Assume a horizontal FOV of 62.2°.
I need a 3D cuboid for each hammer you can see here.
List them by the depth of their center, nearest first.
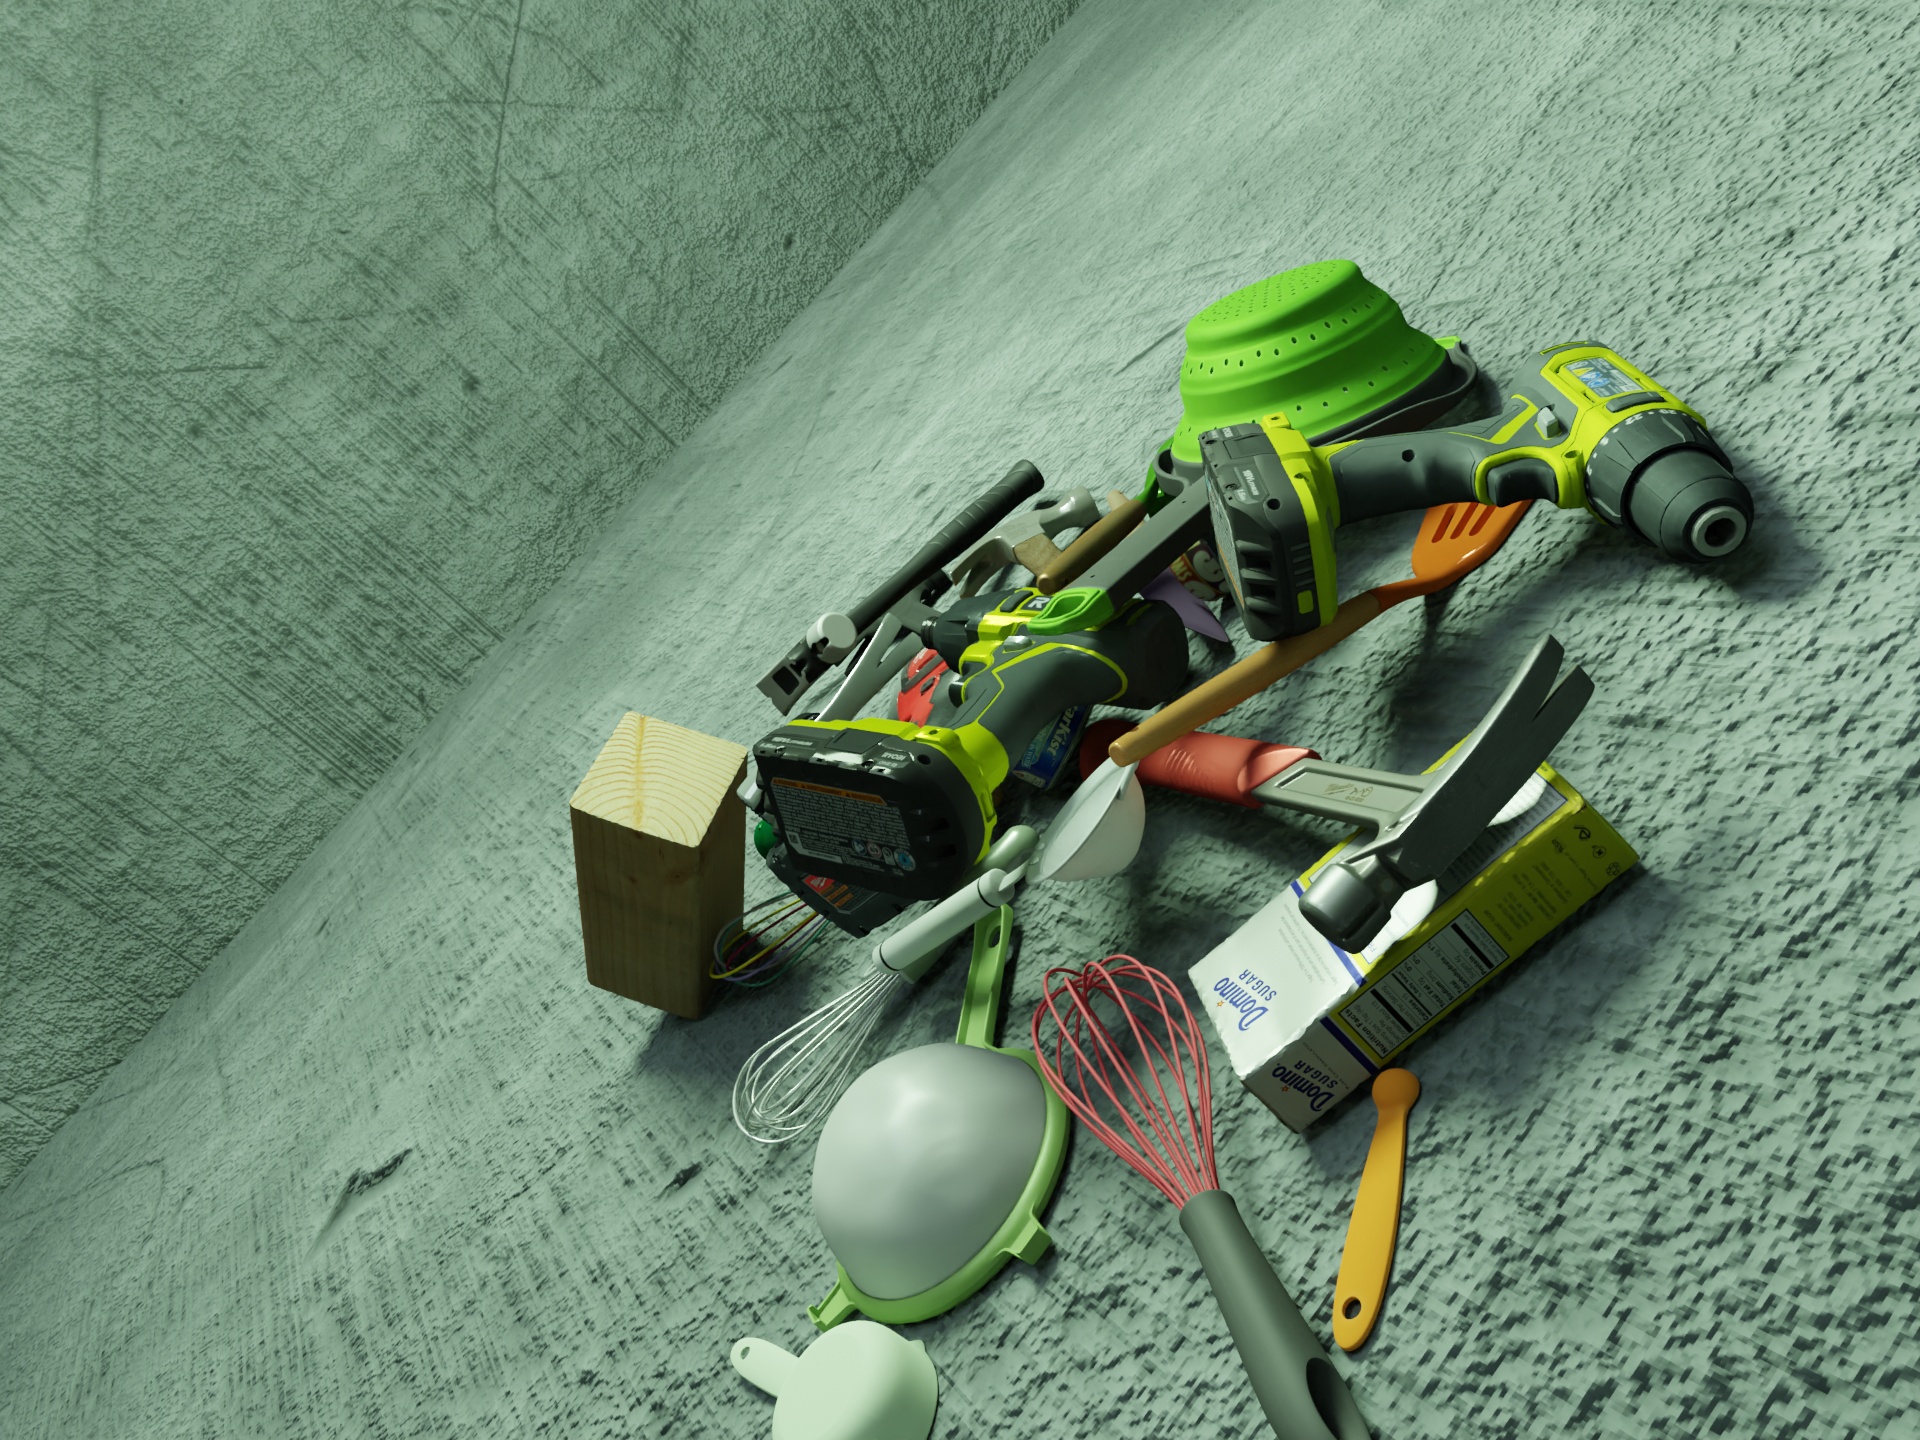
[{"bbox_3d":[0.146,0.019,0.779,0.149,0.036,0.359,-47,14,-9],"label":"hammer"},{"bbox_3d":[0.077,-0.092,1.108,0.130,0.031,0.332,-27,23,-2],"label":"hammer"},{"bbox_3d":[-0.103,0.003,1.151,0.149,0.036,0.409,-51,6,-6],"label":"hammer"},{"bbox_3d":[-0.008,-0.060,1.245,0.127,0.034,0.337,-47,23,-6],"label":"hammer"},{"bbox_3d":[-0.036,-0.117,1.259,0.335,0.035,0.146,-44,4,-38],"label":"hammer"}]

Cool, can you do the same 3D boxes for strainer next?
[{"bbox_3d":[-0.015,0.175,0.817,0.151,0.069,0.257,-31,29,32],"label":"strainer"},{"bbox_3d":[0.026,0.086,0.840,0.258,0.050,0.087,-38,14,39],"label":"strainer"}]

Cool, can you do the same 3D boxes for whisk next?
[{"bbox_3d":[0.093,0.184,0.639,0.073,0.073,0.296,-42,28,8],"label":"whisk"},{"bbox_3d":[-0.041,0.153,0.942,0.246,0.057,0.059,-45,57,-6],"label":"whisk"},{"bbox_3d":[-0.073,0.111,1.065,0.245,0.051,0.047,-33,-9,16],"label":"whisk"}]

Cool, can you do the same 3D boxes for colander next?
[{"bbox_3d":[0.154,-0.179,0.933,0.204,0.094,0.397,-2,30,47],"label":"colander"}]

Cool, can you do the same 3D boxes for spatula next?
[{"bbox_3d":[0.190,-0.058,0.812,0.322,0.041,0.081,-29,12,-31],"label":"spatula"},{"bbox_3d":[0.129,-0.115,1.096,0.316,0.059,0.018,-98,31,-67],"label":"spatula"}]

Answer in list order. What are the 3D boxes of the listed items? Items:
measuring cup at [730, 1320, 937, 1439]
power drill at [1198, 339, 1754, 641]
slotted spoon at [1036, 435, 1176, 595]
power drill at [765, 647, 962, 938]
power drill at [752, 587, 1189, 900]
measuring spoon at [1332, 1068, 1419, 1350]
[{"bbox_3d":[-0.076,0.307,0.741,0.168,0.038,0.083,-6,45,54],"label":"measuring cup"},{"bbox_3d":[0.241,-0.109,0.764,0.228,0.080,0.191,-12,29,6],"label":"power drill"},{"bbox_3d":[0.105,-0.131,1.021,0.314,0.031,0.070,-44,-32,-59],"label":"slotted spoon"},{"bbox_3d":[-0.031,0.024,1.008,0.143,0.078,0.220,-38,17,42],"label":"power drill"},{"bbox_3d":[-0.001,-0.003,0.870,0.171,0.080,0.223,8,35,38],"label":"power drill"},{"bbox_3d":[0.154,0.179,0.597,0.021,0.011,0.117,-23,32,43],"label":"measuring spoon"}]
